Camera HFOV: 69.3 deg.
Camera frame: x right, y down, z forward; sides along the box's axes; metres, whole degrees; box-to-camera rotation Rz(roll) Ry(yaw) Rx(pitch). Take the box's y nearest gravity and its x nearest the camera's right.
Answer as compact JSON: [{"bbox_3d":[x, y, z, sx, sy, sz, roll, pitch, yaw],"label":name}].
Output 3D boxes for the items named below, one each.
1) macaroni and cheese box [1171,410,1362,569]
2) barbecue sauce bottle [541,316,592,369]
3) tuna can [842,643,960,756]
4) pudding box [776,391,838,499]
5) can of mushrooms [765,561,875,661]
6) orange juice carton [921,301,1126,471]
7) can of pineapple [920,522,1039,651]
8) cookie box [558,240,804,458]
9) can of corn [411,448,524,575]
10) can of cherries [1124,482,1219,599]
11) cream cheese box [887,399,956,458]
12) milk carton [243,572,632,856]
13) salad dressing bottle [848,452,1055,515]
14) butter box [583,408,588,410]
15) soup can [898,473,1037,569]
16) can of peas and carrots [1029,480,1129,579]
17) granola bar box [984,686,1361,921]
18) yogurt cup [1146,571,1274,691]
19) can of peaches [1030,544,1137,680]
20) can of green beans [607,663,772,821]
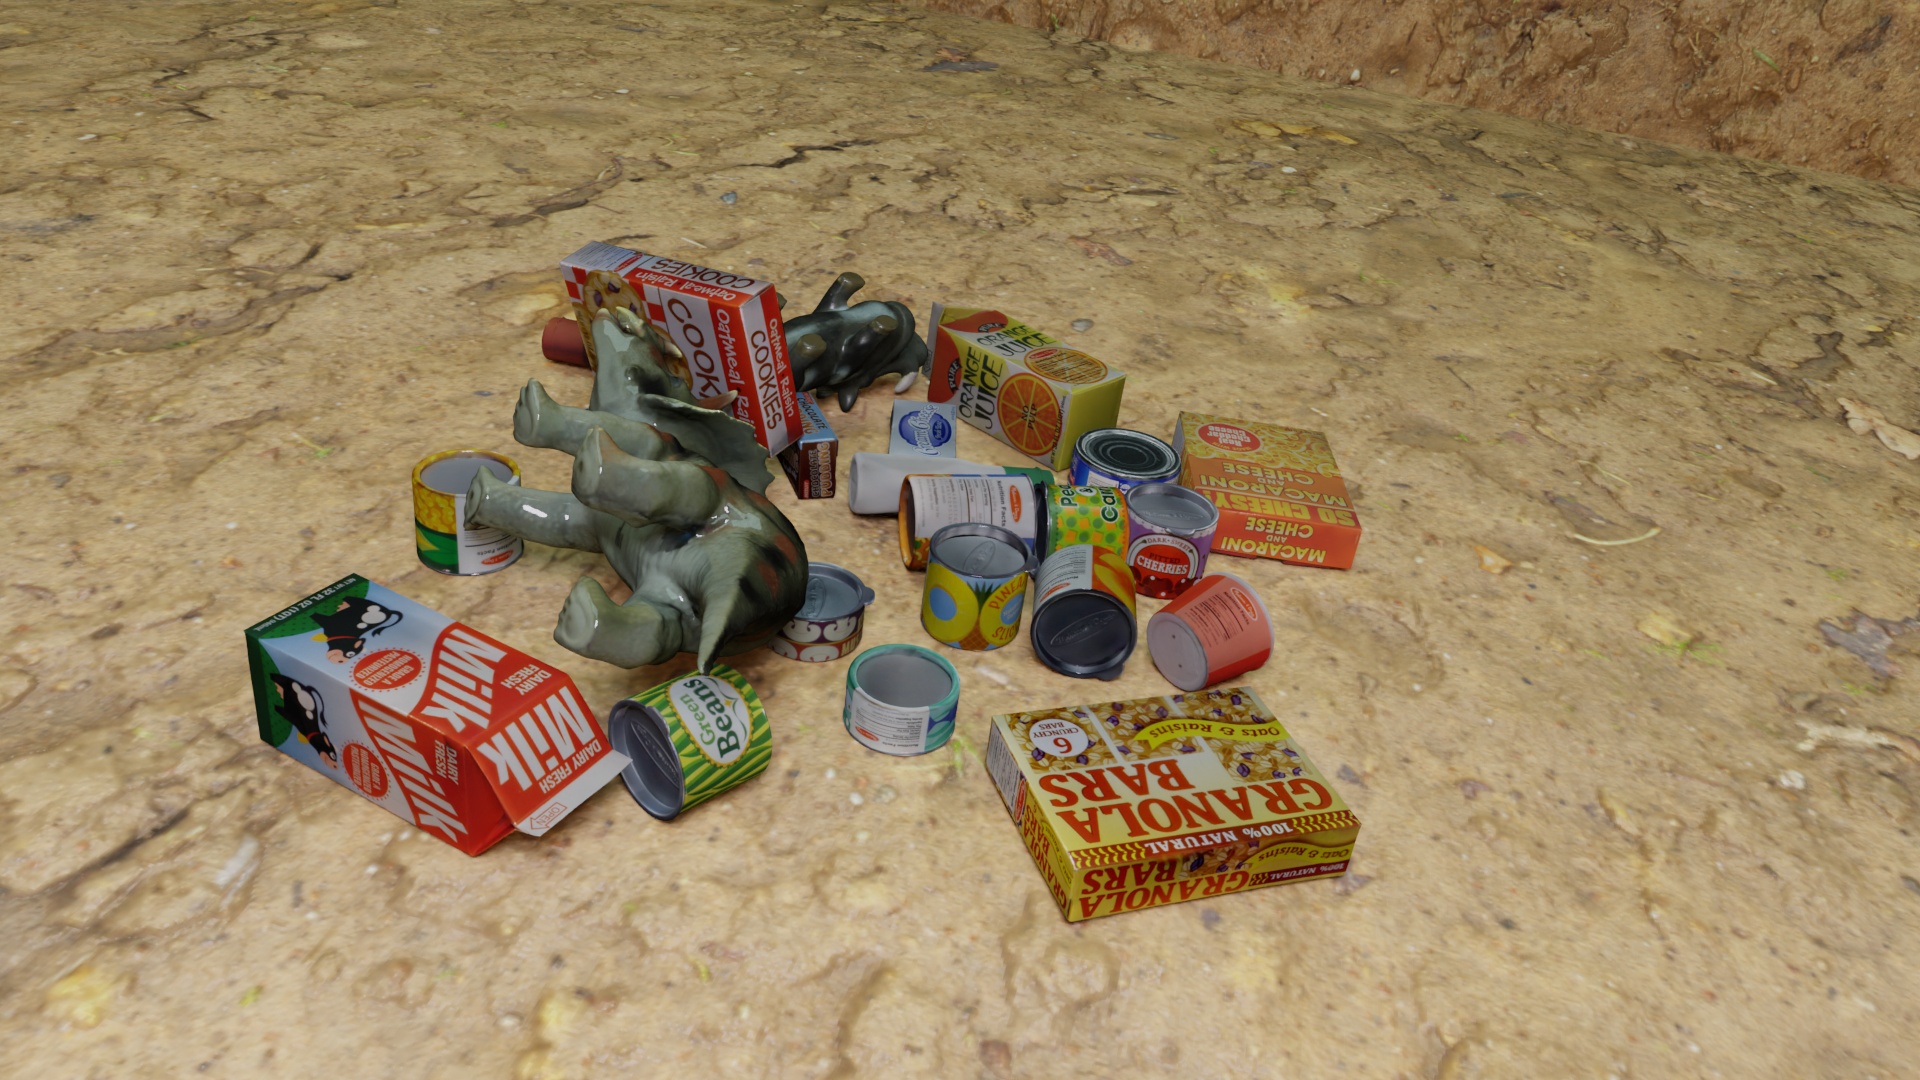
[{"bbox_3d":[0.234,-0.041,1.082,0.124,0.040,0.167,8,30,-1],"label":"macaroni and cheese box"},{"bbox_3d":[-0.268,-0.154,1.144,0.148,0.043,0.065,12,32,7],"label":"barbecue sauce bottle"},{"bbox_3d":[-0.033,0.090,0.804,0.071,0.032,0.071,6,31,-4],"label":"tuna can"},{"bbox_3d":[-0.117,-0.072,1.038,0.030,0.049,0.084,-6,33,-20],"label":"pudding box"},{"bbox_3d":[-0.090,0.044,0.865,0.071,0.033,0.071,6,30,-3],"label":"can of mushrooms"},{"bbox_3d":[0.039,-0.135,1.161,0.193,0.071,0.073,32,37,34],"label":"orange juice carton"},{"bbox_3d":[0.011,0.030,0.890,0.071,0.057,0.071,6,31,-4],"label":"can of pineapple"},{"bbox_3d":[-0.196,-0.137,0.984,0.167,0.122,0.040,18,44,28],"label":"cookie box"},{"bbox_3d":[-0.318,-0.020,0.893,0.071,0.058,0.071,7,30,-4],"label":"can of corn"},{"bbox_3d":[0.142,0.001,0.970,0.071,0.058,0.072,7,30,-4],"label":"can of cherries"},{"bbox_3d":[-0.030,-0.077,1.093,0.053,0.024,0.104,5,30,-3],"label":"cream cheese box"},{"bbox_3d":[-0.263,0.092,0.703,0.191,0.073,0.073,21,33,19],"label":"milk carton"},{"bbox_3d":[-0.006,-0.038,1.014,0.148,0.044,0.064,3,11,-14],"label":"salad dressing bottle"},{"bbox_3d":[-0.240,-0.069,1.027,0.053,0.024,0.104,-13,37,-31],"label":"butter box"},{"bbox_3d":[0.003,-0.012,0.955,0.084,0.071,0.071,-1,32,-13],"label":"soup can"},{"bbox_3d":[0.080,-0.008,0.958,0.059,0.070,0.071,2,31,-12],"label":"can of peas and carrots"},{"bbox_3d":[0.111,0.138,0.752,0.166,0.038,0.124,-4,32,-20],"label":"granola bar box"},{"bbox_3d":[0.154,0.060,0.872,0.054,0.072,0.072,-23,42,-30],"label":"yogurt cup"},{"bbox_3d":[0.079,0.045,0.877,0.071,0.071,0.058,9,30,0],"label":"can of peaches"},{"bbox_3d":[-0.140,0.103,0.722,0.071,0.071,0.058,32,37,34],"label":"can of green beans"}]
